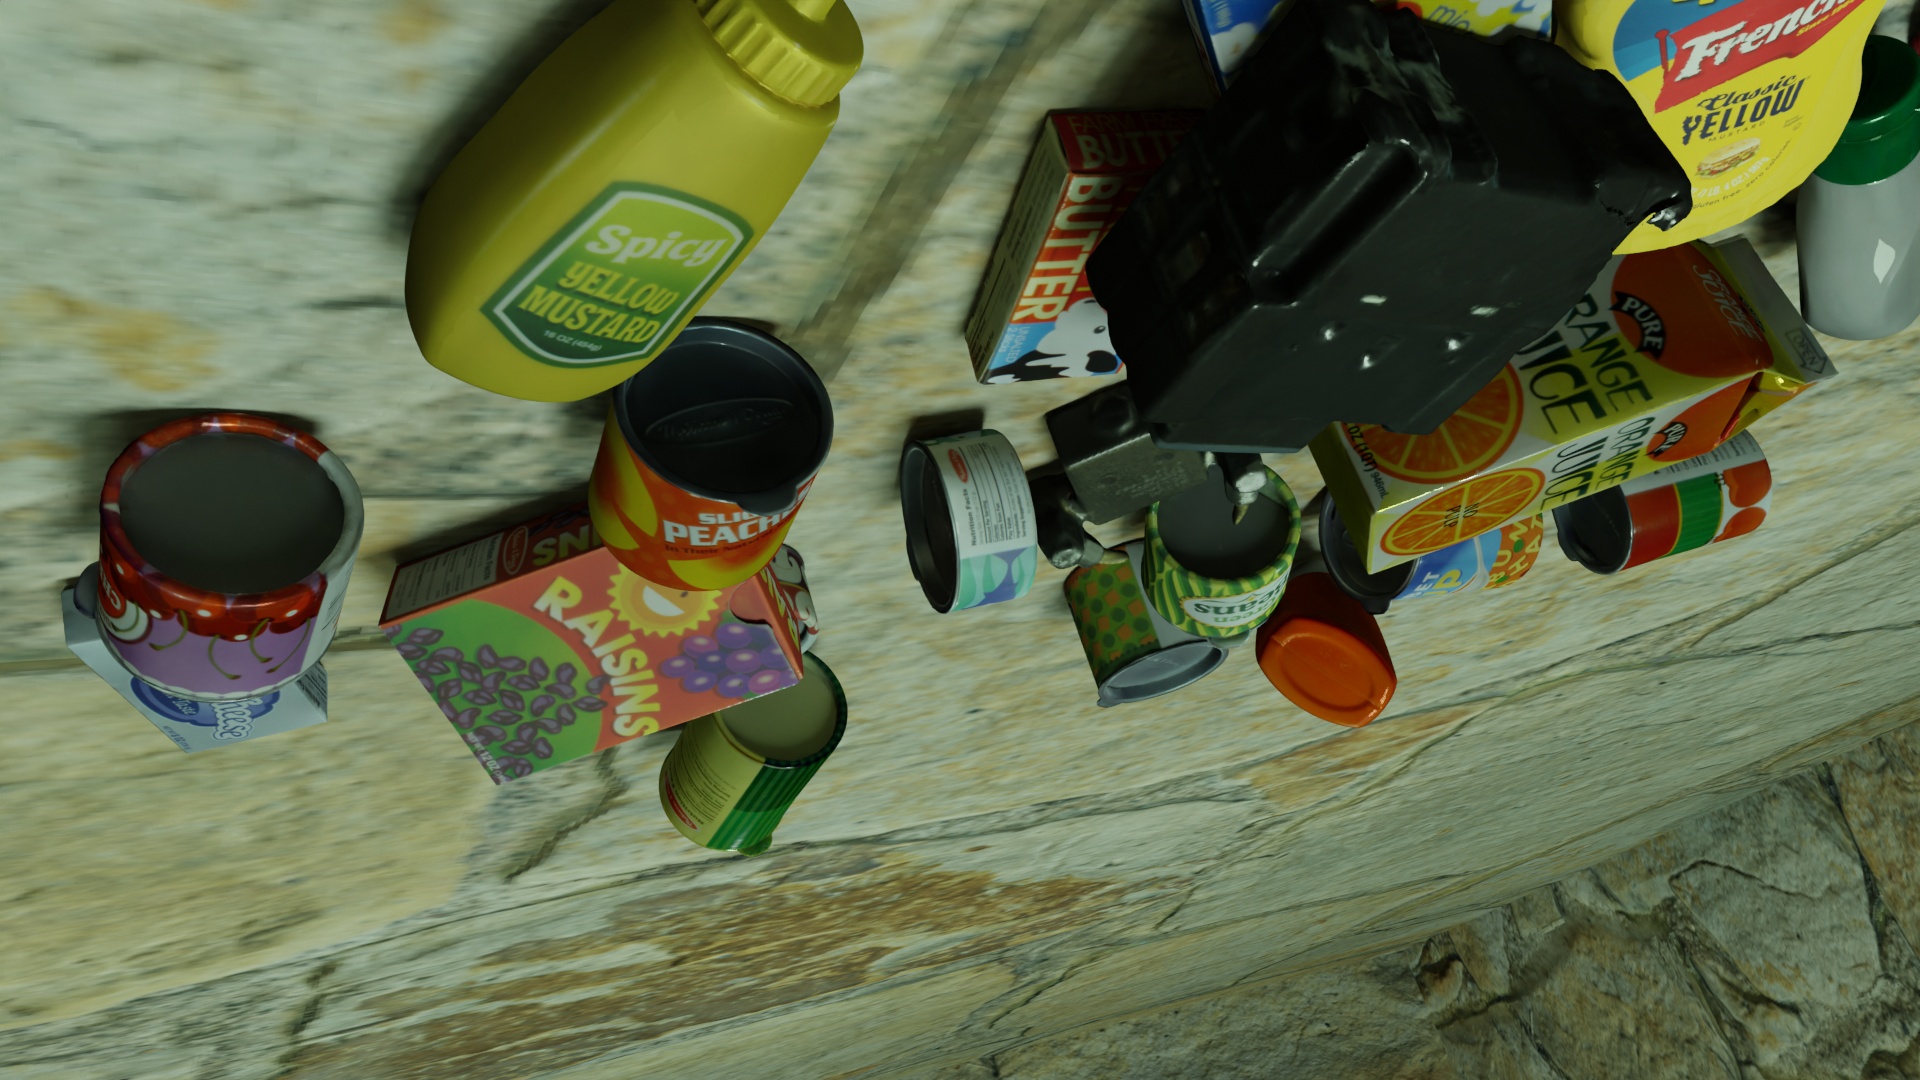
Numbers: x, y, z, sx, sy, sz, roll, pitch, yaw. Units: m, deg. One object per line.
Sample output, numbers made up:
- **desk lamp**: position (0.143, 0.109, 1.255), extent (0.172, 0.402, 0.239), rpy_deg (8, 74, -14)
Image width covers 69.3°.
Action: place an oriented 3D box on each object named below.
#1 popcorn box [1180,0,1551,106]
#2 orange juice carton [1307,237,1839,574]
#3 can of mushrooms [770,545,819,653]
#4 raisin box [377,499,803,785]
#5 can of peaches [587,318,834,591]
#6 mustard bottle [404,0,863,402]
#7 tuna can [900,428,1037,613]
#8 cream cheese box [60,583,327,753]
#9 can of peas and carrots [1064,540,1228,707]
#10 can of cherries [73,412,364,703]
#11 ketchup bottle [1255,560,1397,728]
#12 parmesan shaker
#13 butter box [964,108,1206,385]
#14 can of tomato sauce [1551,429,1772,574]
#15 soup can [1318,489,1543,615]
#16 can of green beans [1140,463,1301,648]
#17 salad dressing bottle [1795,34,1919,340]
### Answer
- **popcorn box**: position (0.102, -0.141, 0.353), extent (0.085, 0.038, 0.126), rpy_deg (-24, 154, 12)
- **orange juice carton**: position (0.244, -0.061, 0.567), extent (0.193, 0.072, 0.073), rpy_deg (-21, 155, 6)
- **can of mushrooms**: position (-0.095, 0.030, 0.570), extent (0.071, 0.033, 0.070), rpy_deg (-15, 155, -7)
- **raisin box**: position (-0.129, 0.030, 0.502), extent (0.123, 0.040, 0.085), rpy_deg (-19, 125, 1)
- **can of peaches**: position (-0.078, -0.023, 0.431), extent (0.071, 0.071, 0.057), rpy_deg (-4, 152, -26)
- **mustard bottle**: position (-0.069, -0.093, 0.324), extent (0.159, 0.049, 0.065), rpy_deg (-36, 151, 33)
- **tuna can**: position (0.002, -0.007, 0.522), extent (0.033, 0.071, 0.070), rpy_deg (-10, 153, -17)
- **cream cheese box**: position (-0.266, 0.042, 0.491), extent (0.053, 0.024, 0.103), rpy_deg (-13, 154, -13)
- **can of peas and carrots**: position (0.088, 0.041, 0.681), extent (0.071, 0.059, 0.070), rpy_deg (-14, 154, -7)
- **can of cherries**: position (-0.215, 0.005, 0.402), extent (0.071, 0.072, 0.058), rpy_deg (0, 149, -33)
- **ketchup bottle**: position (0.179, 0.043, 0.688), extent (0.043, 0.065, 0.149), rpy_deg (-57, 176, 17)
- **parmesan shaker**: position (-0.098, 0.102, 0.664), extent (0.071, 0.071, 0.102), rpy_deg (-3, 150, -29)
- **butter box**: position (0.039, -0.088, 0.433), extent (0.053, 0.024, 0.103), rpy_deg (-7, 152, -20)
- **can of tomato sauce**: position (0.364, -0.023, 0.726), extent (0.083, 0.071, 0.071), rpy_deg (-15, 154, -9)
- **soup can**: position (0.227, -0.003, 0.671), extent (0.084, 0.071, 0.071), rpy_deg (-4, 151, -28)
- **can of green beans**: position (0.114, 0.002, 0.613), extent (0.071, 0.071, 0.057), rpy_deg (-17, 154, -3)
- **salad dressing bottle**: position (0.336, -0.128, 0.517), extent (0.044, 0.064, 0.147), rpy_deg (18, 169, 38)
